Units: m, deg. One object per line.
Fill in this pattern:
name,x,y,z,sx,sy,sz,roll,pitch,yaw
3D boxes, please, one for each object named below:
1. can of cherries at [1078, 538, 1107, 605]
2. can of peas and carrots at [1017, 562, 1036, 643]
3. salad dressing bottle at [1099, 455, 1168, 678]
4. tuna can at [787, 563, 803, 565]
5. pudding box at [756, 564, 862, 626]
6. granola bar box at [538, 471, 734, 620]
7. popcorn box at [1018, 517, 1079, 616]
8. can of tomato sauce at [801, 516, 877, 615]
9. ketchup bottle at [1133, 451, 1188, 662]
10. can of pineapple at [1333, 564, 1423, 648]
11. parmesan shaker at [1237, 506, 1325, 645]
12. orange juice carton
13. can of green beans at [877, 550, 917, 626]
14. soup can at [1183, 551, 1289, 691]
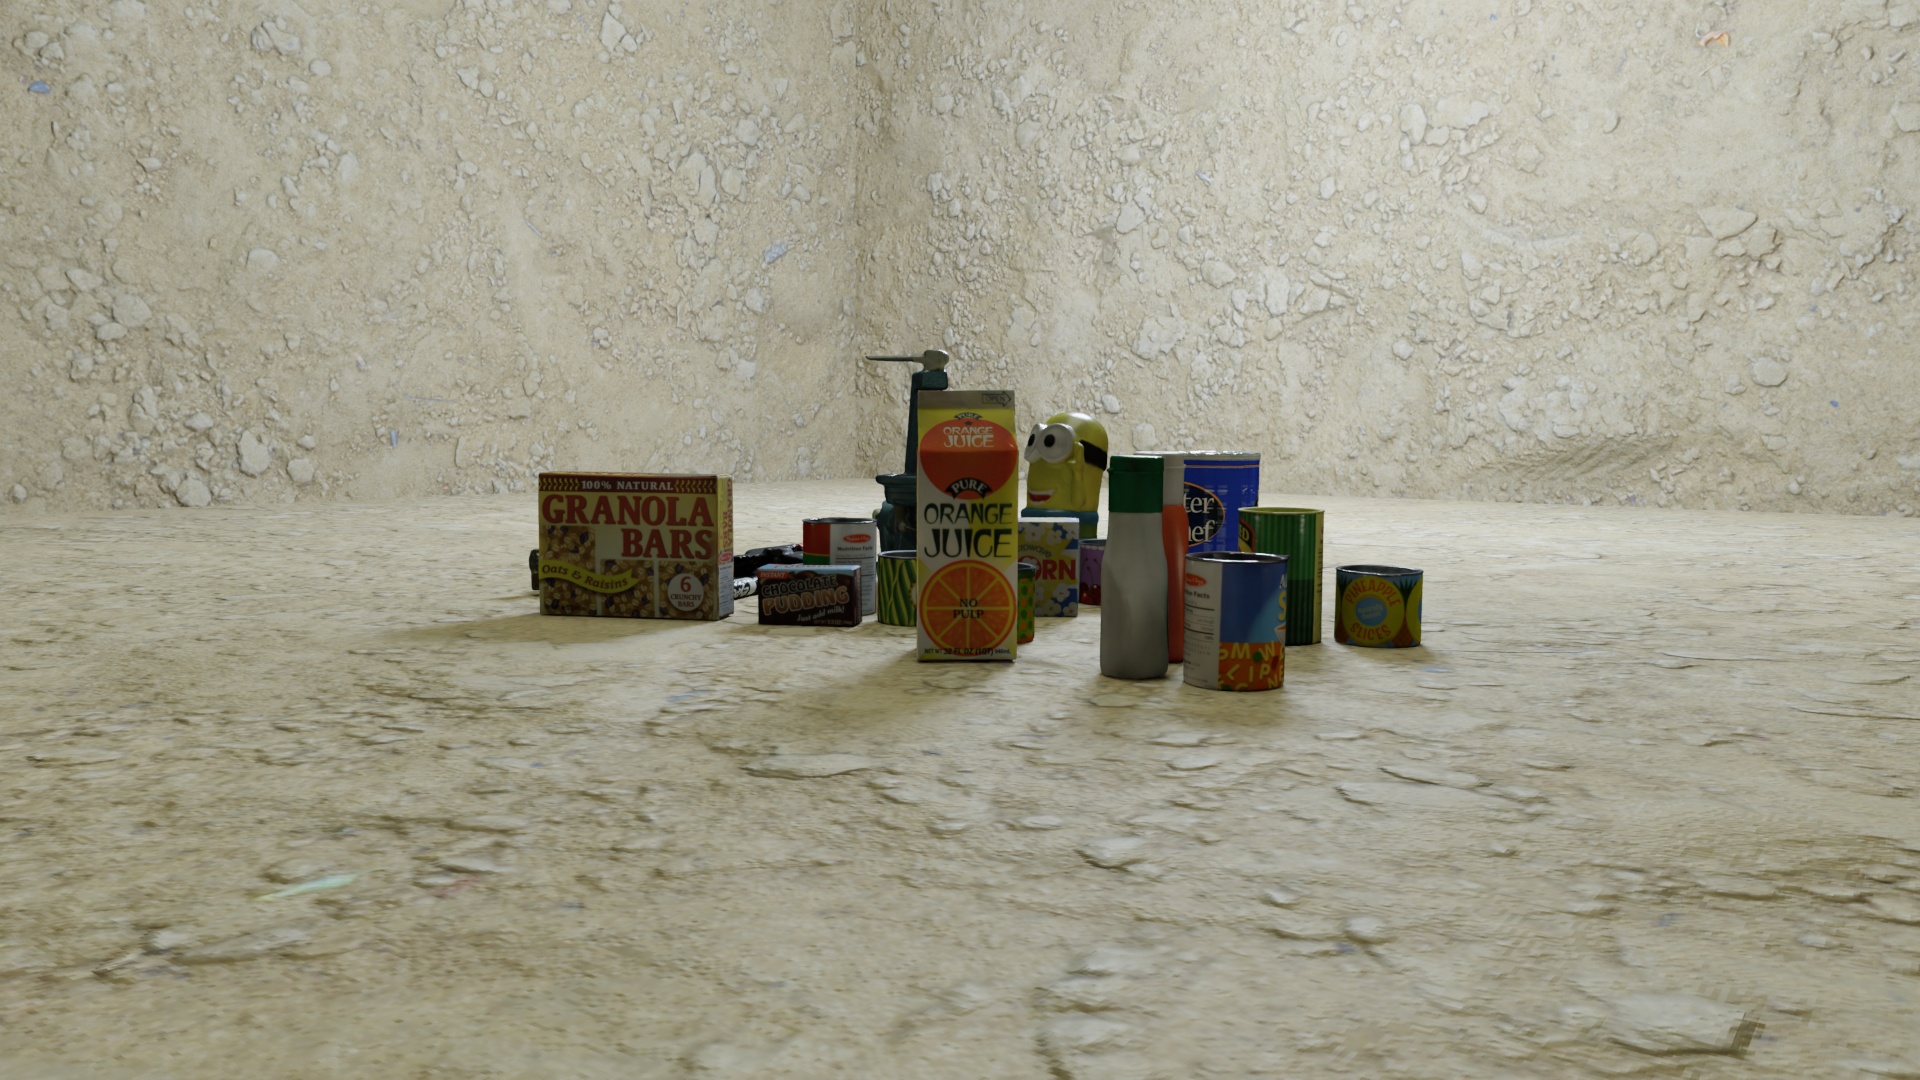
can of cherries,0.145,0.029,1.309,0.071,0.058,0.071,0,5,0
can of peas and carrots,0.023,0.048,1.081,0.071,0.058,0.071,0,5,0
salad dressing bottle,0.117,0.017,0.931,0.044,0.147,0.064,0,4,-9
tuna can,-0.134,0.040,1.312,0.071,0.032,0.071,0,5,0
pudding box,-0.125,0.045,1.158,0.084,0.049,0.030,1,4,9
granola bar box,-0.281,0.003,1.197,0.165,0.124,0.039,1,4,11
popcorn box,0.041,0.023,1.225,0.127,0.085,0.038,1,4,2
can of tomato sauce,-0.108,0.022,1.229,0.071,0.083,0.071,0,4,0
ketchup bottle,0.142,0.010,1.000,0.043,0.148,0.065,0,4,-4
can of pineapple,0.324,0.050,1.078,0.071,0.057,0.071,0,5,0
parmesan shaker,0.249,0.027,1.083,0.071,0.103,0.071,0,4,0
orange juice carton,0.004,-0.013,1.002,0.072,0.192,0.073,0,4,-3
can of green beans,-0.038,0.040,1.176,0.071,0.057,0.071,0,5,0
soup can,0.181,0.051,0.905,0.071,0.083,0.071,0,4,0
